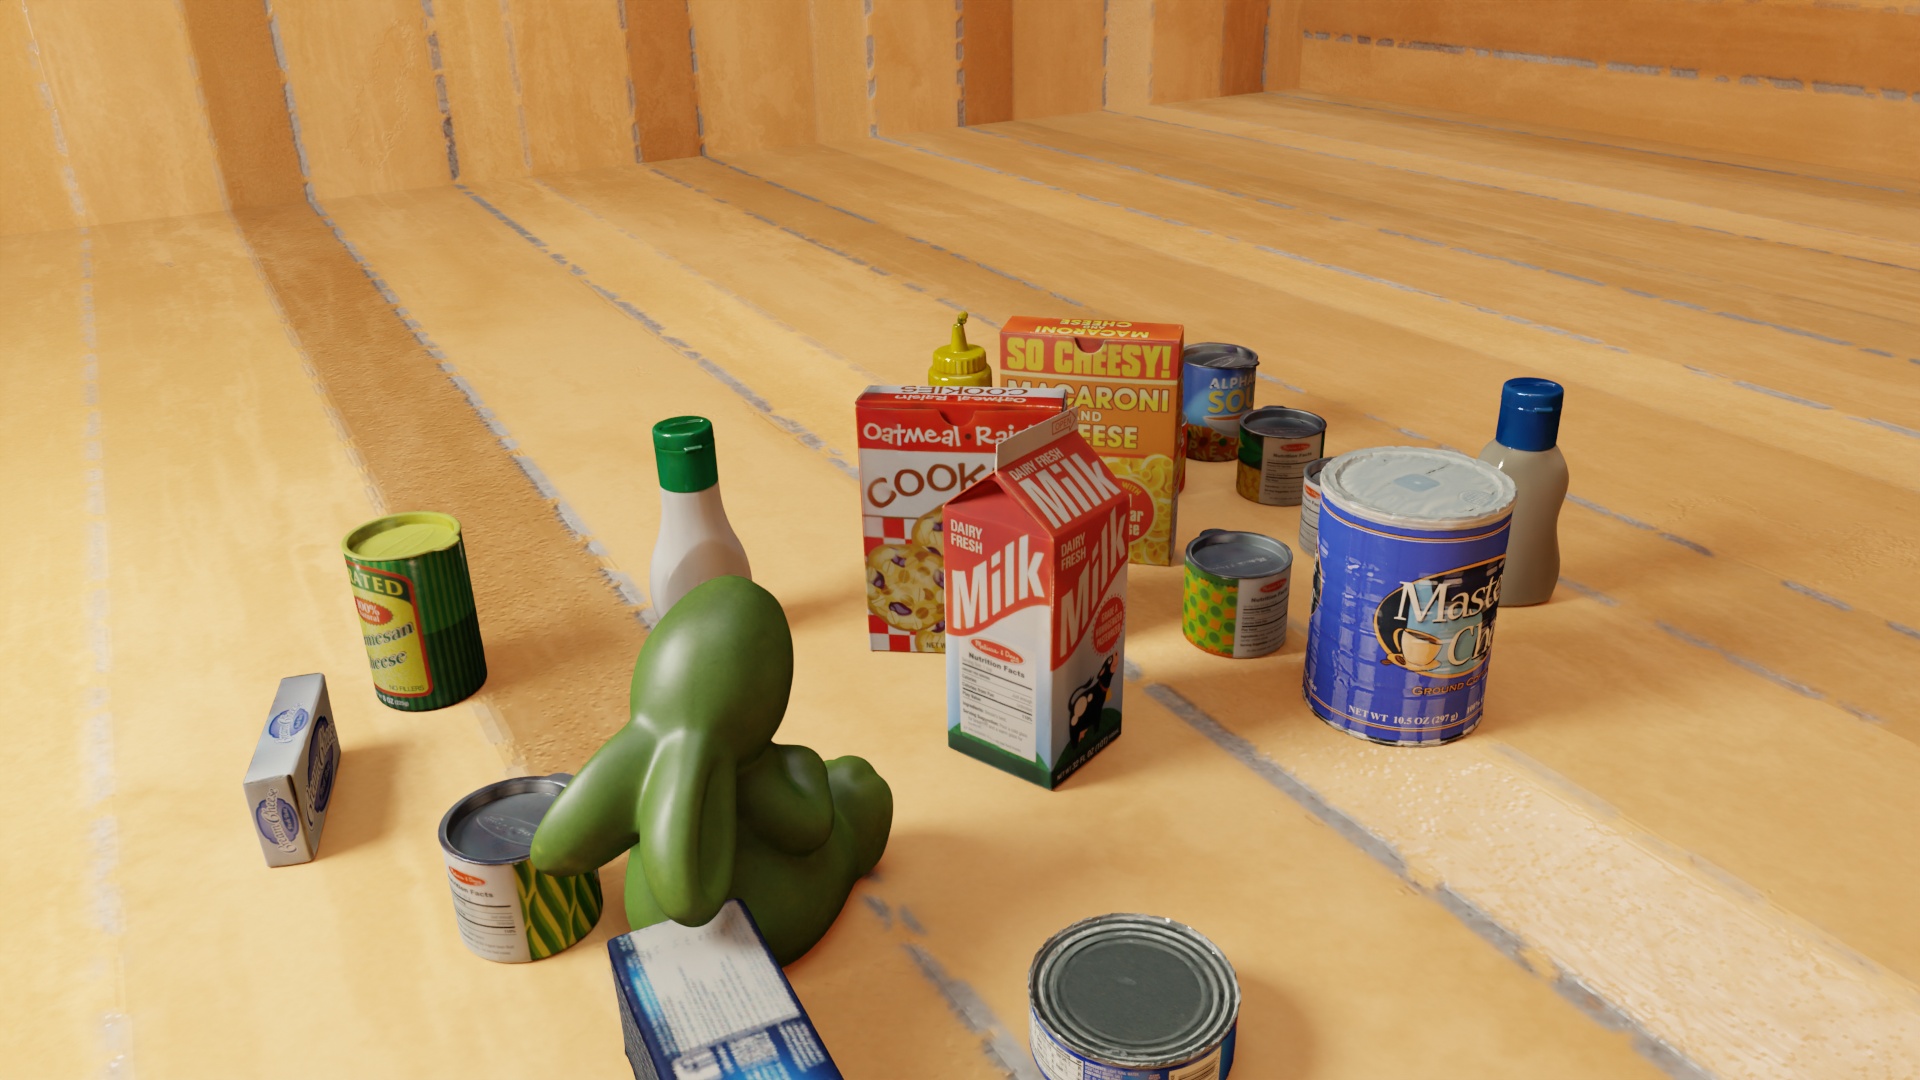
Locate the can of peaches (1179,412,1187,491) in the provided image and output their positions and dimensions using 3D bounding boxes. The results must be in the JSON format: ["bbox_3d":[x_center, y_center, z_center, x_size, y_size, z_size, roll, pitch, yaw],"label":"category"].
[{"bbox_3d":[0.146,-0.069,1.095,0.071,0.057,0.071,-1,25,1],"label":"can of peaches"}]

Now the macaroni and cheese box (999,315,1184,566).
[{"bbox_3d":[0.091,-0.069,0.969,0.124,0.165,0.040,5,26,13],"label":"macaroni and cheese box"}]

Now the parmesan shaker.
[{"bbox_3d":[-0.322,0.043,0.828,0.071,0.102,0.071,-1,25,1],"label":"parmesan shaker"}]

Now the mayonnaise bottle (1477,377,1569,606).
[{"bbox_3d":[0.359,-0.030,0.896,0.065,0.147,0.041,-2,25,-2],"label":"mayonnaise bottle"}]

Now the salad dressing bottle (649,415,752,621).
[{"bbox_3d":[-0.165,-0.004,0.866,0.064,0.147,0.044,-14,28,-26],"label":"salad dressing bottle"}]

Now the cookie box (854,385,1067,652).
[{"bbox_3d":[0.003,-0.011,0.850,0.123,0.166,0.040,2,25,6],"label":"cookie box"}]

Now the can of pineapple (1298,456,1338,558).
[{"bbox_3d":[0.277,-0.022,0.987,0.071,0.057,0.071,-1,25,1],"label":"can of pineapple"}]

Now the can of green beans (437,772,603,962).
[{"bbox_3d":[-0.202,0.152,0.643,0.071,0.057,0.071,-1,25,1],"label":"can of green beans"}]

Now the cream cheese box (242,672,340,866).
[{"bbox_3d":[-0.347,0.118,0.727,0.024,0.053,0.104,-7,26,-12],"label":"cream cheese box"}]

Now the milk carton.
[{"bbox_3d":[0.041,0.027,0.740,0.073,0.189,0.073,17,31,35],"label":"milk carton"}]

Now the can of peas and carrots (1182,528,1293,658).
[{"bbox_3d":[0.172,0.033,0.876,0.071,0.058,0.071,-1,25,1],"label":"can of peas and carrots"}]

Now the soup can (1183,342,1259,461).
[{"bbox_3d":[0.214,-0.115,1.158,0.071,0.083,0.071,-1,25,1],"label":"soup can"}]

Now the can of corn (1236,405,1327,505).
[{"bbox_3d":[0.249,-0.067,1.084,0.071,0.058,0.071,-1,25,1],"label":"can of corn"}]

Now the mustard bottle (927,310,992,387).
[{"bbox_3d":[0.000,-0.095,1.037,0.049,0.159,0.065,0,25,3],"label":"mustard bottle"}]
